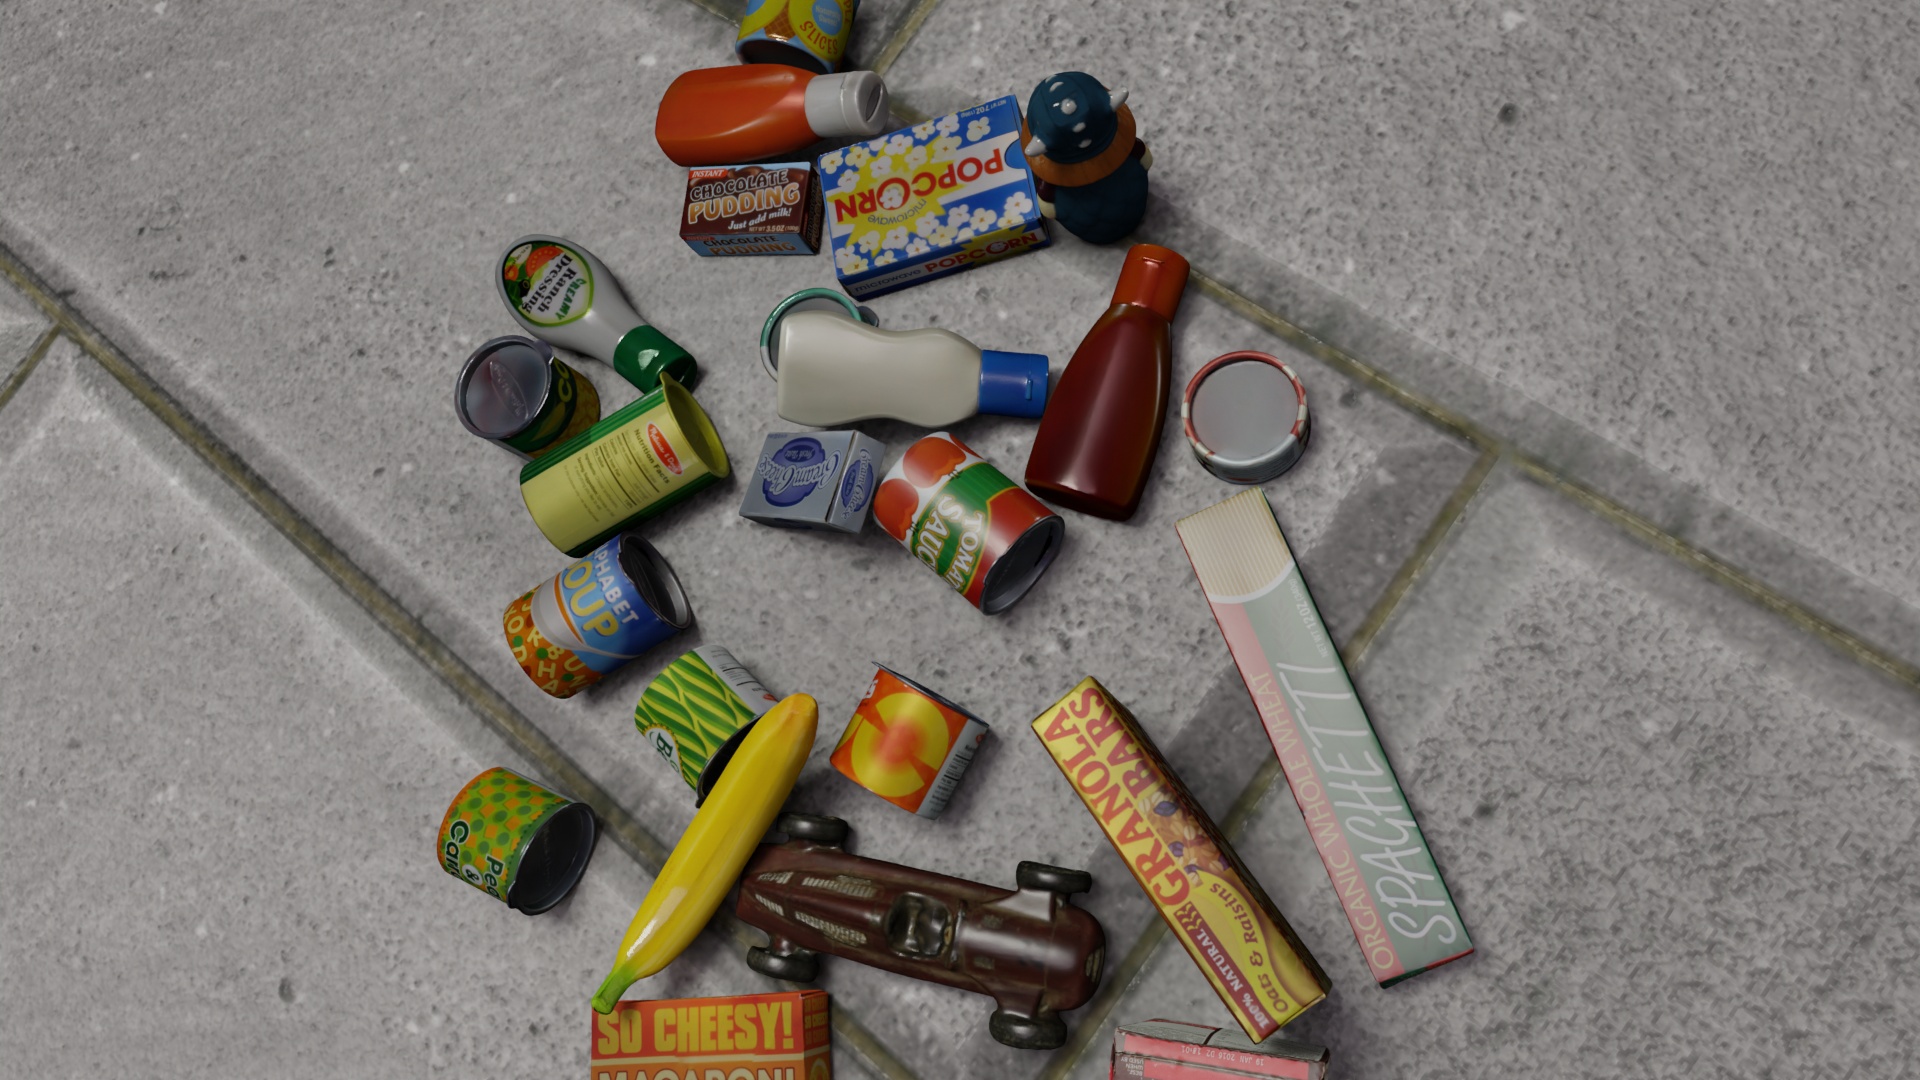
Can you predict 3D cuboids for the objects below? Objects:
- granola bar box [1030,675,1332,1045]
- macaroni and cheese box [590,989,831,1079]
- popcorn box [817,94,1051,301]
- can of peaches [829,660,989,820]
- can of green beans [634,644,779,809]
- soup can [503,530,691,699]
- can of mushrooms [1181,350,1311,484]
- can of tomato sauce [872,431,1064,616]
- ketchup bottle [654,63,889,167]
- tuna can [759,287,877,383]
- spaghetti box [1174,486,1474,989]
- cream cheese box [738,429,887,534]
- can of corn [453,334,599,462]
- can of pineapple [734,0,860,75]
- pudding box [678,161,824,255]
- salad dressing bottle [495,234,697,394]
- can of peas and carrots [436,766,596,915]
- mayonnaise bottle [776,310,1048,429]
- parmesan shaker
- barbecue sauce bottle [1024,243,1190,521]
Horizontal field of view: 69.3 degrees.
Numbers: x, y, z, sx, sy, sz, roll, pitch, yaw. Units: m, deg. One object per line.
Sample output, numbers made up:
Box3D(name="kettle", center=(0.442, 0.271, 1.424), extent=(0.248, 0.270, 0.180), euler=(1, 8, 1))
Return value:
Box3D(name="granola bar box", center=(0.104, 0.148, 0.647), extent=(0.039, 0.124, 0.166), euler=(-37, 68, 3))
Box3D(name="macaroni and cheese box", center=(-0.128, 0.321, 0.714), extent=(0.123, 0.040, 0.167), euler=(-8, 74, 15))
Box3D(name="popcorn box", center=(-0.016, -0.202, 0.824), extent=(0.126, 0.038, 0.085), euler=(-14, 71, 13))
Box3D(name="can of peaches", center=(-0.029, 0.105, 0.729), extent=(0.071, 0.071, 0.058), euler=(27, 85, 21))
Box3D(name="can of green beans", center=(-0.136, 0.100, 0.762), extent=(0.058, 0.071, 0.071), euler=(41, 90, 22))
Box3D(name="soup can", center=(-0.210, 0.042, 0.797), extent=(0.084, 0.071, 0.071), euler=(-31, 69, 7))
Box3D(name="can of mushrooms", center=(0.151, -0.068, 0.740), extent=(0.071, 0.033, 0.071), euler=(-4, 75, 16))
Box3D(name="can of tomato sauce", center=(0.003, -0.009, 0.749), extent=(0.083, 0.071, 0.071), euler=(39, 89, 22))
Box3D(name="ketchup bottle", center=(-0.115, -0.263, 0.850), extent=(0.149, 0.043, 0.065), euler=(5, 65, 30))
Box3D(name="tuna can", center=(-0.081, -0.116, 0.822), extent=(0.071, 0.033, 0.071), euler=(-4, 75, 16))
Box3D(name="spaghetti box", center=(0.178, 0.092, 0.692), extent=(0.050, 0.028, 0.251), euler=(-24, 70, 10))
Box3D(name="cream cheese box", center=(-0.084, -0.033, 0.777), extent=(0.104, 0.024, 0.053), euler=(5, 75, 54))
Box3D(name="can of corn", center=(-0.263, -0.086, 0.854), extent=(0.071, 0.058, 0.071), euler=(-4, 74, 16))
Box3D(name="can of pineapple", center=(-0.101, -0.321, 0.865), extent=(0.071, 0.071, 0.058), euler=(11, 80, 19))
Box3D(name="pudding box", center=(-0.128, -0.205, 0.862), extent=(0.084, 0.030, 0.050), euler=(3, 76, 17))
Box3D(name="salad dressing bottle", center=(-0.226, -0.137, 0.865), extent=(0.148, 0.044, 0.064), euler=(36, 87, 22))
Box3D(name="can of peas and carrots", center=(-0.249, 0.168, 0.775), extent=(0.059, 0.071, 0.071), euler=(19, 82, 21))
Box3D(name="mayonnaise bottle", center=(-0.026, -0.091, 0.775), extent=(0.148, 0.041, 0.064), euler=(5, 103, -1))
Box3D(name="parmesan shaker", center=(-0.199, -0.044, 0.819), extent=(0.103, 0.071, 0.071), euler=(-29, 70, 8))
Box3D(name="barbecue sauce bottle", center=(0.087, -0.088, 0.760), extent=(0.065, 0.043, 0.149), euler=(17, 80, 15))
